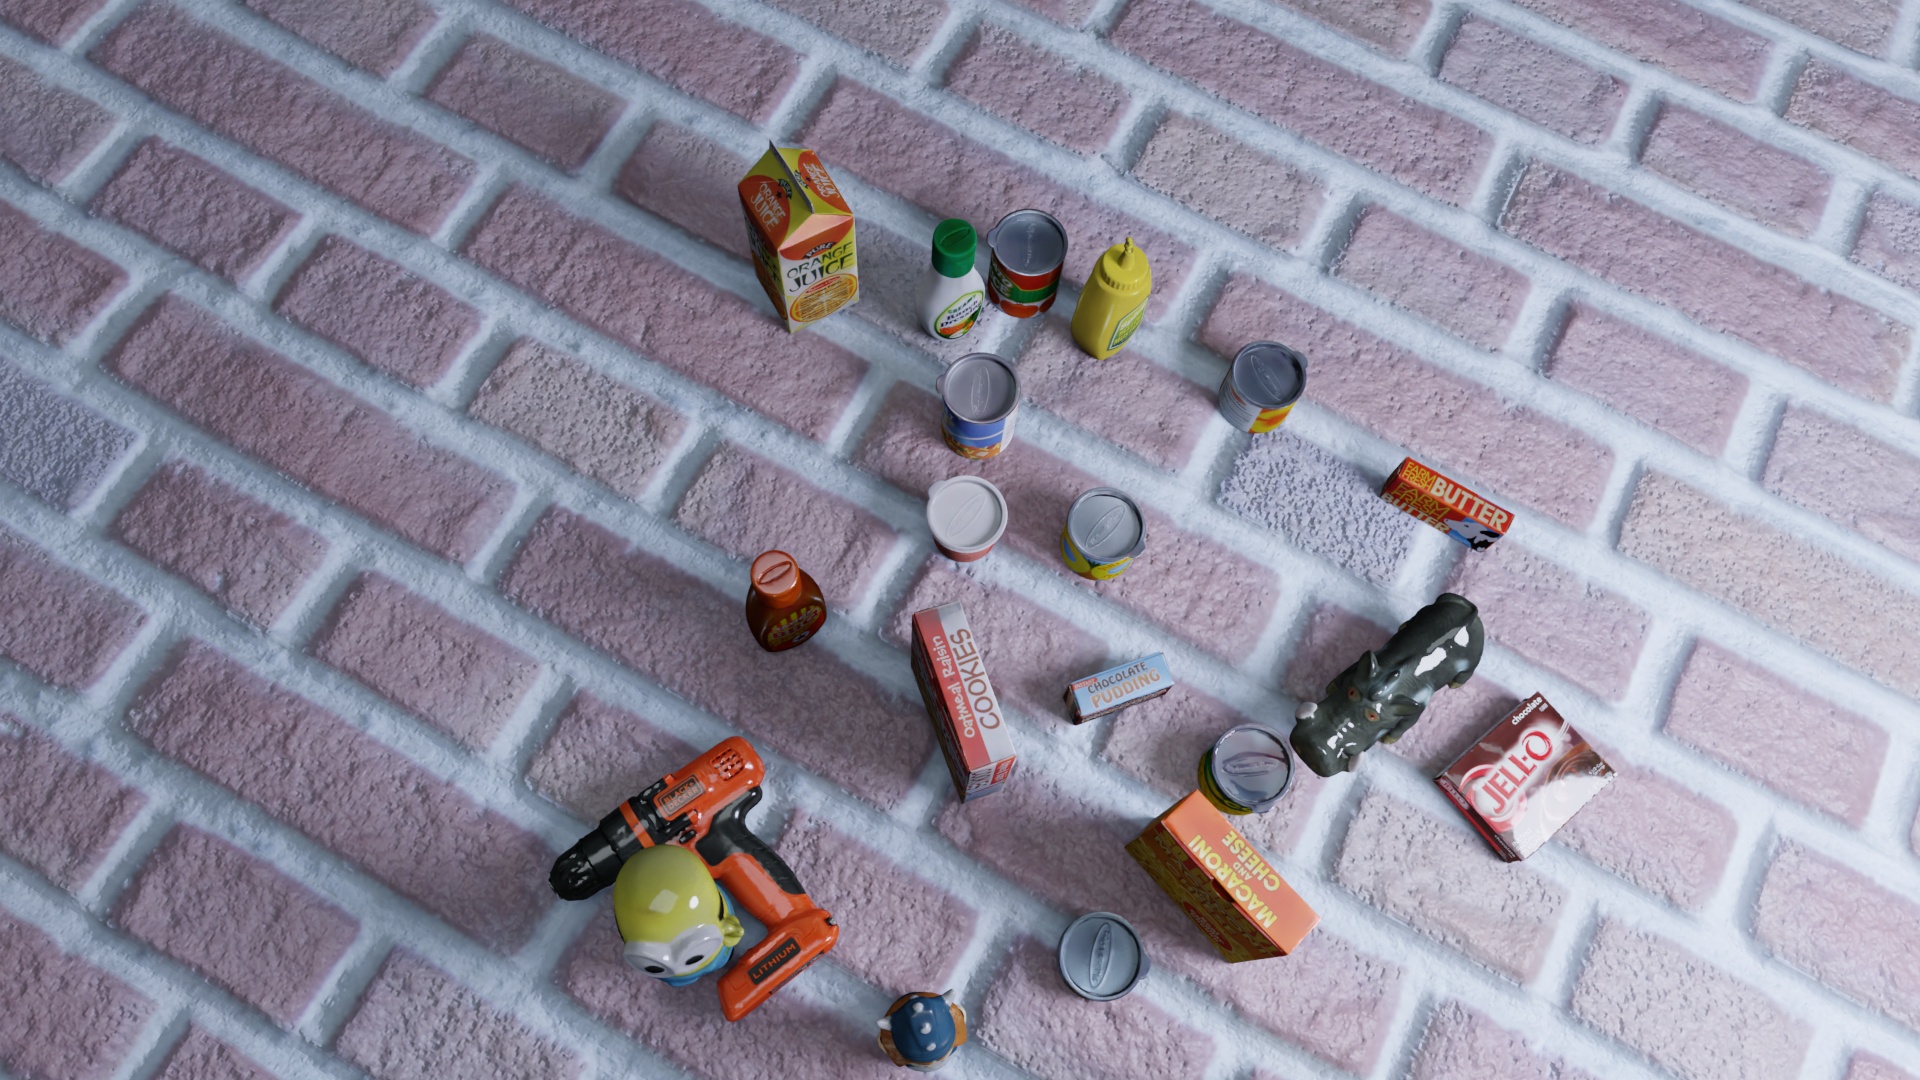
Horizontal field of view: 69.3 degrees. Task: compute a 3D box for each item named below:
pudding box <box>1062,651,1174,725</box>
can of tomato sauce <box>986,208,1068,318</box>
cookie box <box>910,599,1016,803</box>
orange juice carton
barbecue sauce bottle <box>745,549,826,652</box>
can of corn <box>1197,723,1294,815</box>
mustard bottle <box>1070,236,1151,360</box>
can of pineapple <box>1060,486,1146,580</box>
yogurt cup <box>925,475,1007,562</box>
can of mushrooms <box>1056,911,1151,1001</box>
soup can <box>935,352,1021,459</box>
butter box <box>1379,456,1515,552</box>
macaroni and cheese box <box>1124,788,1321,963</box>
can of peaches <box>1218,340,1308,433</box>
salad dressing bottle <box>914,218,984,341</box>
[{"bbox_3d":[0.129,0.121,1.135,0.084,0.049,0.030,-18,73,-8],"label":"pudding box"},{"bbox_3d":[0.057,-0.246,1.241,0.071,0.083,0.071,1,71,-2],"label":"can of tomato sauce"},{"bbox_3d":[-0.001,0.128,1.066,0.040,0.167,0.123,-19,73,-8],"label":"cookie box"},{"bbox_3d":[-0.136,-0.260,1.180,0.073,0.192,0.072,-28,75,-11],"label":"orange juice carton"},{"bbox_3d":[-0.141,0.046,1.098,0.065,0.148,0.044,-30,75,-11],"label":"barbecue sauce bottle"},{"bbox_3d":[0.228,0.187,1.112,0.071,0.058,0.071,1,71,-2],"label":"can of corn"},{"bbox_3d":[0.133,-0.212,1.192,0.049,0.159,0.065,44,75,11],"label":"mustard bottle"},{"bbox_3d":[0.120,-0.003,1.173,0.071,0.057,0.071,1,71,-2],"label":"can of pineapple"},{"bbox_3d":[0.004,-0.015,1.175,0.072,0.053,0.072,1,71,-2],"label":"yogurt cup"},{"bbox_3d":[0.110,0.323,1.074,0.071,0.033,0.071,1,71,-2],"label":"can of mushrooms"},{"bbox_3d":[0.014,-0.115,1.194,0.071,0.083,0.071,1,71,-2],"label":"soup can"},{"bbox_3d":[0.418,-0.030,1.197,0.103,0.053,0.024,30,73,8],"label":"butter box"},{"bbox_3d":[0.189,0.254,1.031,0.040,0.166,0.124,-41,77,-14],"label":"macaroni and cheese box"},{"bbox_3d":[0.267,-0.135,1.225,0.071,0.058,0.071,1,71,-2],"label":"can of peaches"},{"bbox_3d":[-0.008,-0.224,1.196,0.064,0.147,0.044,-31,75,-12],"label":"salad dressing bottle"}]
